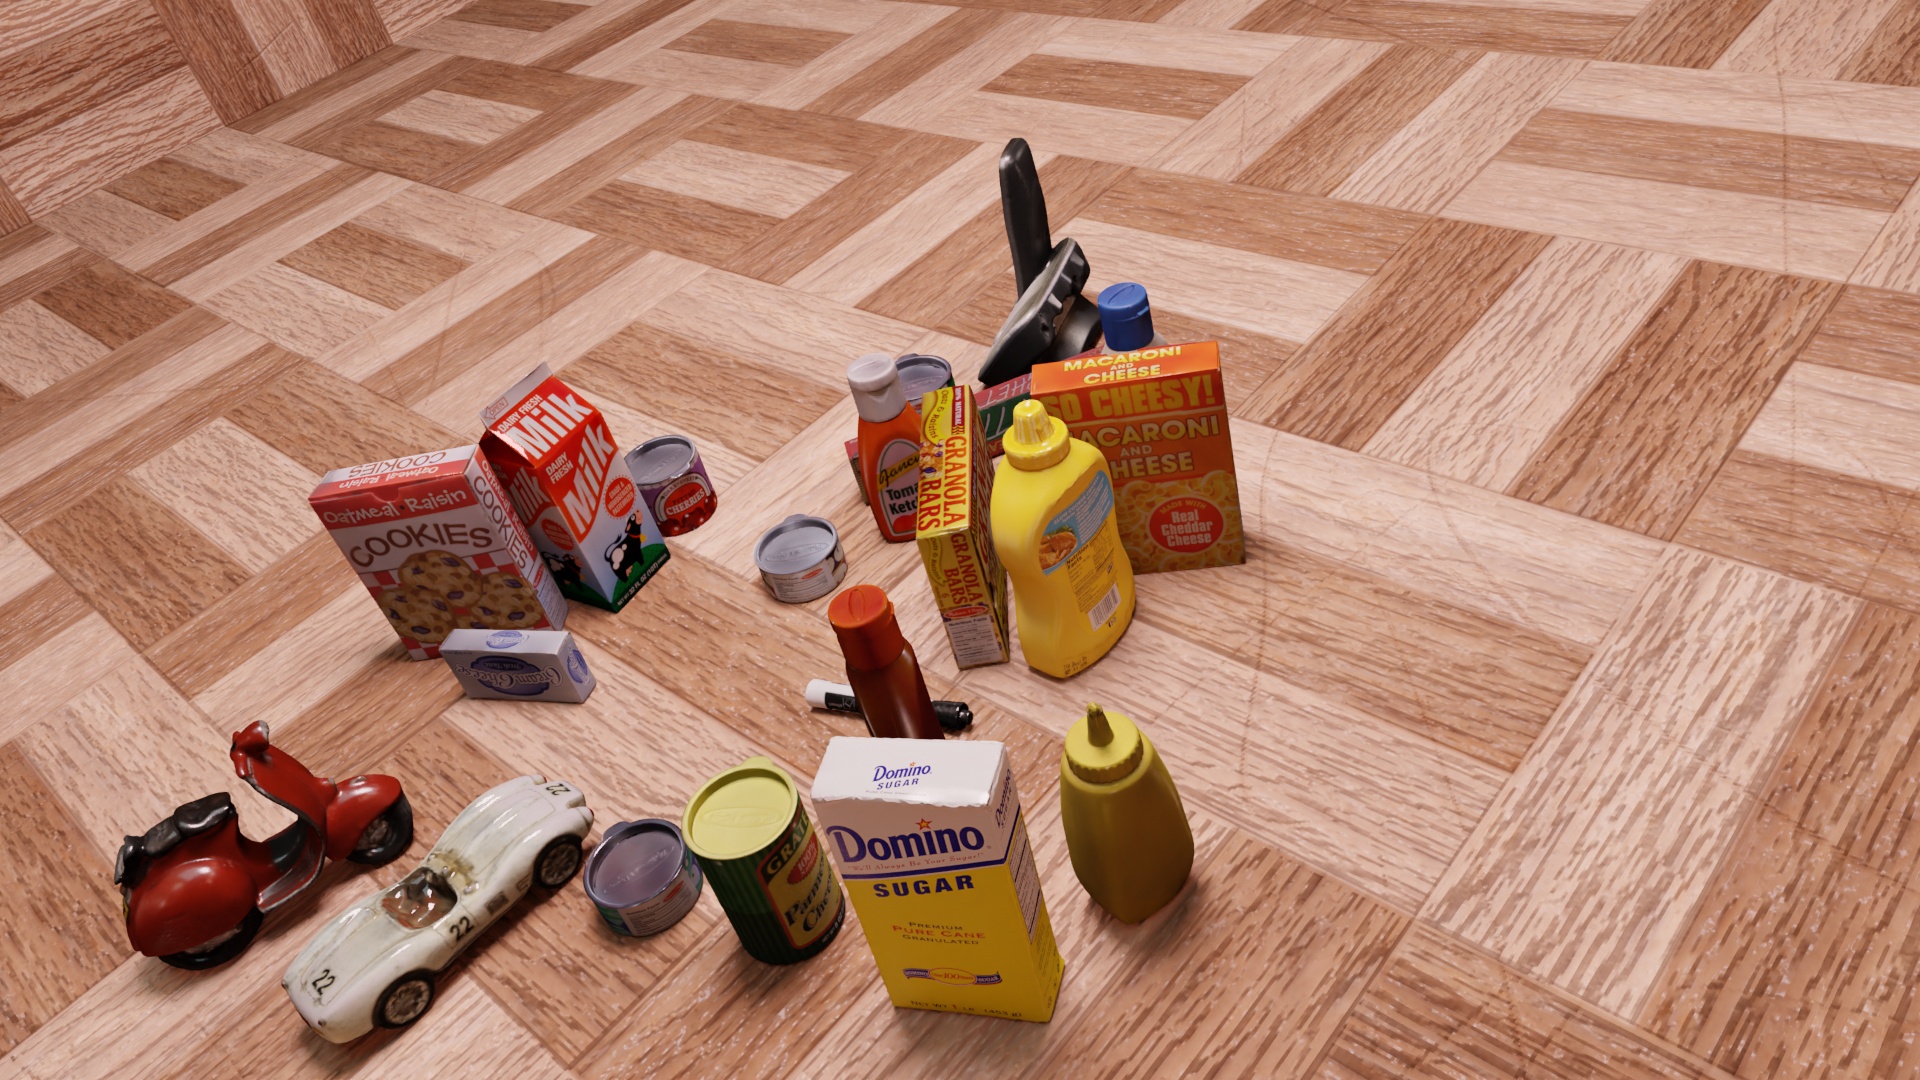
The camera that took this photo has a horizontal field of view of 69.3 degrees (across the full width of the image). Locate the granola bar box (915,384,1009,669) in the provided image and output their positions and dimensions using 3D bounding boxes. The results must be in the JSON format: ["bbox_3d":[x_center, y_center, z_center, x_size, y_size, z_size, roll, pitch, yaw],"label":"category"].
[{"bbox_3d":[0.003,-0.012,0.972,0.039,0.123,0.166,-10,39,8],"label":"granola bar box"}]

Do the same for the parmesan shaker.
[{"bbox_3d":[-0.109,0.183,0.792,0.071,0.102,0.072,-10,39,8],"label":"parmesan shaker"}]

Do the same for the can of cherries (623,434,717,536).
[{"bbox_3d":[-0.240,-0.044,1.150,0.071,0.058,0.072,-10,39,8],"label":"can of cherries"}]

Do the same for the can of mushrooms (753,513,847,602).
[{"bbox_3d":[-0.121,0.013,1.059,0.071,0.033,0.071,-10,39,8],"label":"can of mushrooms"}]

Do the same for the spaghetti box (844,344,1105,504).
[{"bbox_3d":[0.030,-0.097,1.125,0.250,0.050,0.029,-21,39,-6],"label":"spaghetti box"}]

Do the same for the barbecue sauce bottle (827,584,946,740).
[{"bbox_3d":[-0.042,0.092,0.843,0.044,0.147,0.065,-14,38,3],"label":"barbecue sauce bottle"}]

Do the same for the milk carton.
[{"bbox_3d":[-0.302,-0.041,1.062,0.073,0.189,0.073,12,47,31],"label":"milk carton"}]

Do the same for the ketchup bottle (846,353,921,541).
[{"bbox_3d":[-0.049,-0.070,1.041,0.065,0.148,0.044,-20,38,-5],"label":"ketchup bottle"}]

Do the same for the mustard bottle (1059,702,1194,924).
[{"bbox_3d":[0.084,0.136,0.735,0.065,0.159,0.049,-34,41,-20],"label":"mustard bottle"}]

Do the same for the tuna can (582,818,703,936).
[{"bbox_3d":[-0.195,0.205,0.853,0.071,0.032,0.071,-10,39,8],"label":"tuna can"}]

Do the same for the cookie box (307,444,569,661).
[{"bbox_3d":[-0.389,0.013,1.047,0.123,0.166,0.040,-10,39,9],"label":"cookie box"}]

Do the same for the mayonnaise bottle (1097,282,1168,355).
[{"bbox_3d":[0.132,-0.121,1.040,0.041,0.147,0.065,25,54,40],"label":"mayonnaise bottle"}]

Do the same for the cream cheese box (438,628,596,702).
[{"bbox_3d":[-0.324,0.092,1.019,0.104,0.053,0.024,0,41,19],"label":"cream cheese box"}]

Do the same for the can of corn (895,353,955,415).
[{"bbox_3d":[-0.034,-0.115,1.162,0.071,0.058,0.071,-10,39,8],"label":"can of corn"}]

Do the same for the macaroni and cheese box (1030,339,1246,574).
[{"bbox_3d":[0.123,-0.051,0.943,0.124,0.165,0.040,-7,39,12],"label":"macaroni and cheese box"}]
